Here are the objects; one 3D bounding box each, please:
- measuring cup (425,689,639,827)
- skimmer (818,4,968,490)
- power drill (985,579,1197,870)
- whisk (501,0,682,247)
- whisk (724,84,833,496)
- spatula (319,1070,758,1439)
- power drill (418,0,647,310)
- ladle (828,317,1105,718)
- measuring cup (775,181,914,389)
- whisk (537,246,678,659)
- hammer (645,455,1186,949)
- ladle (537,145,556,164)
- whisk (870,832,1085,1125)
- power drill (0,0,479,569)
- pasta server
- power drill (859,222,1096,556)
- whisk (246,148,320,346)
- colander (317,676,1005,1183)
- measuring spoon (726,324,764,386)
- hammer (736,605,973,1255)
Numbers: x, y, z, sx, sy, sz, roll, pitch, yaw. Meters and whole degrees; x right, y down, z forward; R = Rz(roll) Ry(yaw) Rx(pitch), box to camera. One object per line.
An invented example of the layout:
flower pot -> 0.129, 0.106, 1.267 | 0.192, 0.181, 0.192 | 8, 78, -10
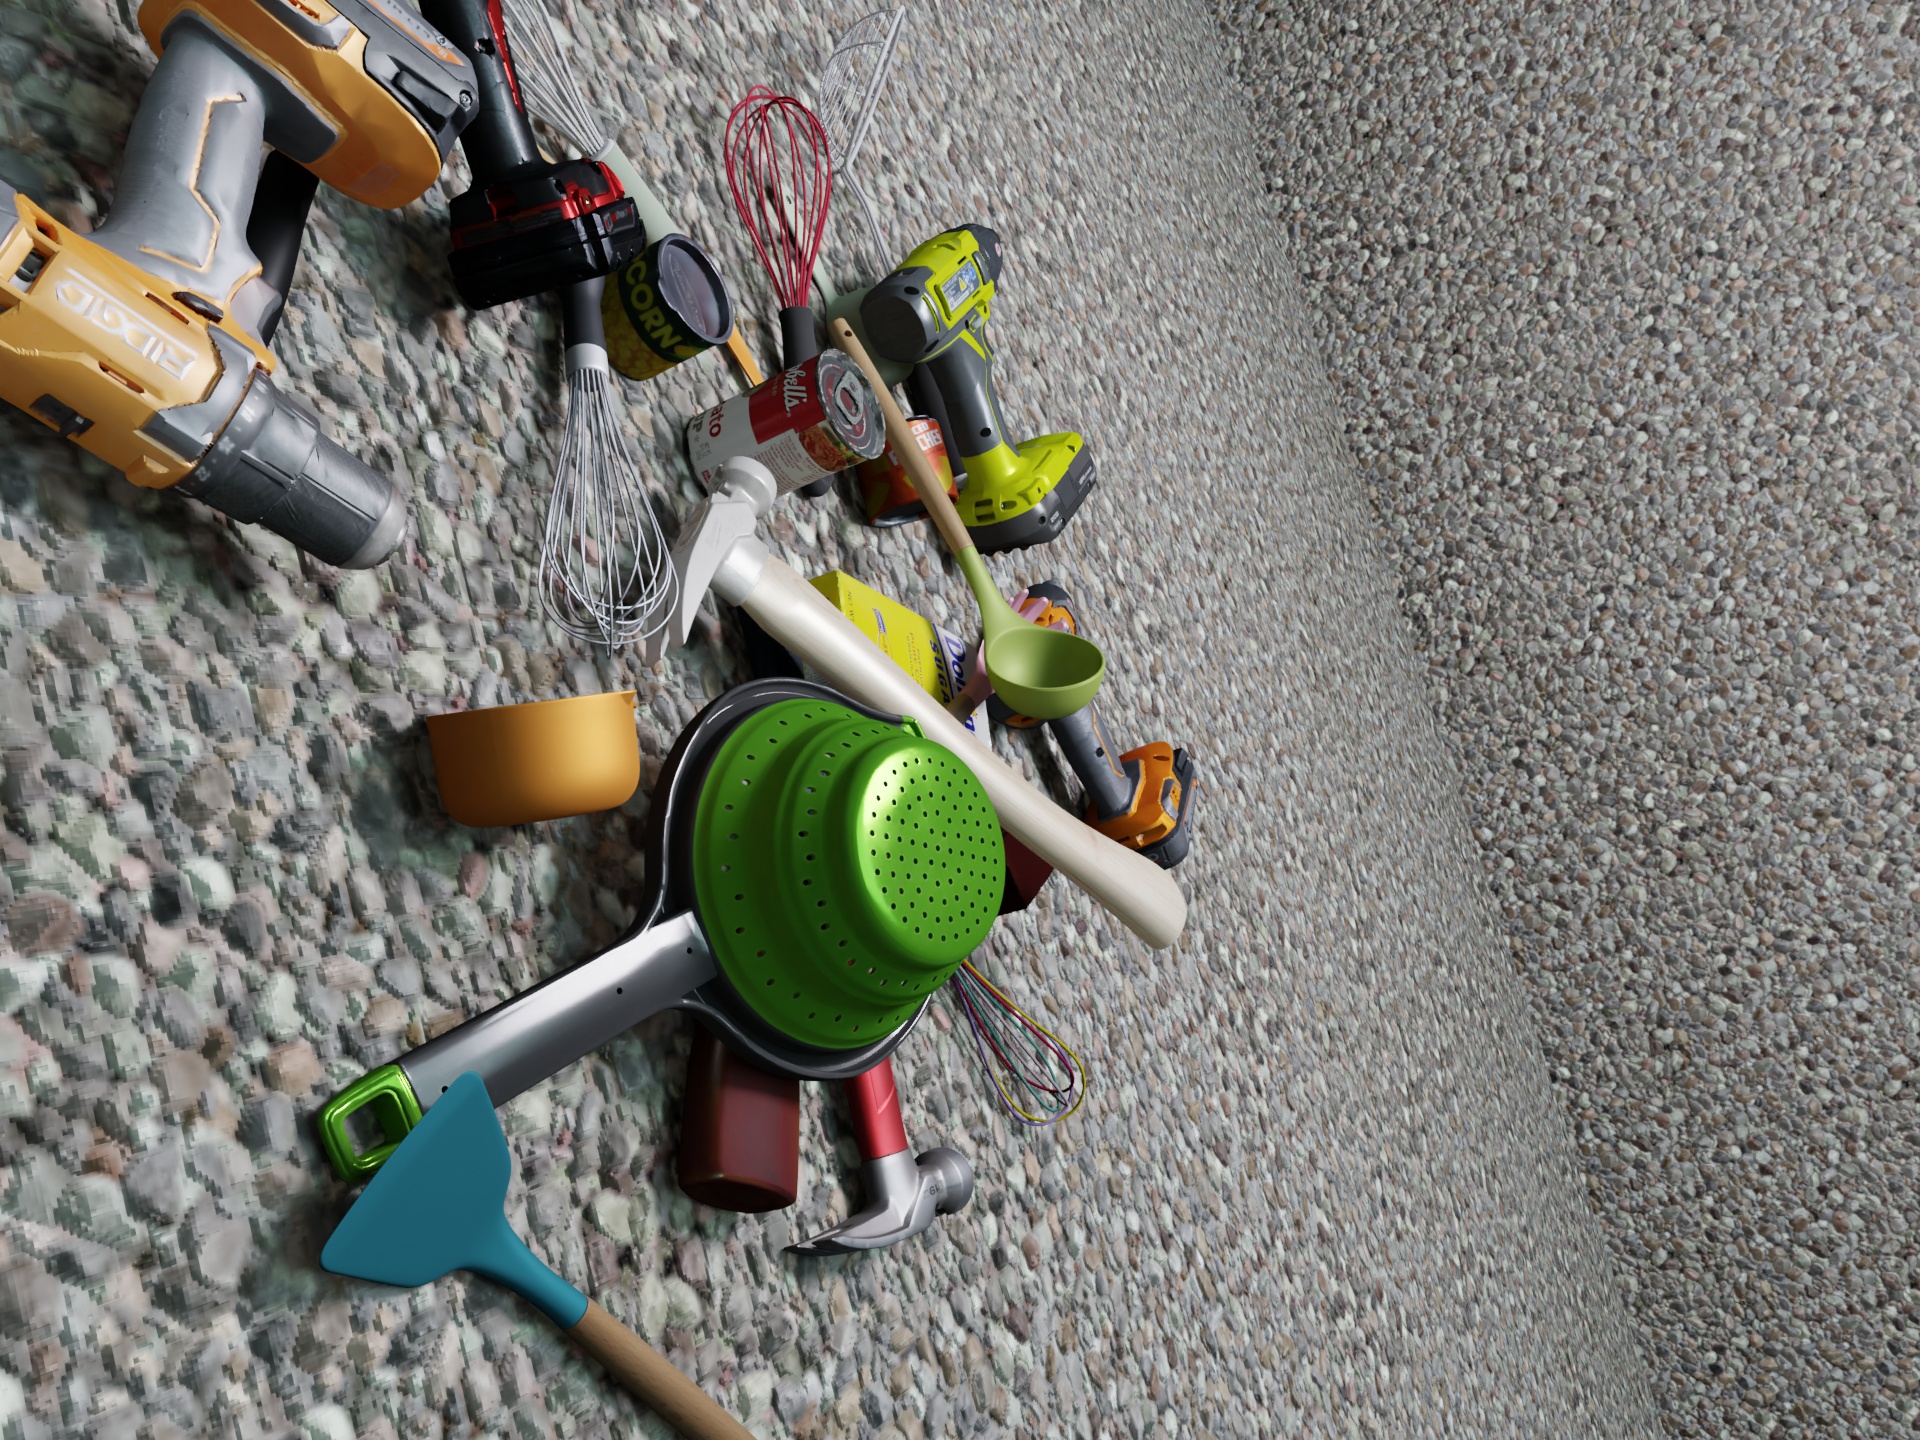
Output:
measuring cup -> -0.178, 0.016, 0.732 | 0.173, 0.095, 0.052 | -8, 91, -83
skimmer -> -0.028, -0.364, 1.239 | 0.127, 0.090, 0.363 | -161, -128, -82
power drill -> 0.102, -0.001, 1.262 | 0.226, 0.084, 0.164 | 54, 30, -23
whisk -> -0.216, -0.334, 0.918 | 0.058, 0.059, 0.246 | -52, 132, -16
whisk -> -0.113, -0.293, 1.074 | 0.073, 0.073, 0.296 | 10, 70, -60
spatula -> -0.140, 0.263, 0.660 | 0.082, 0.044, 0.317 | -55, 127, -29
power drill -> -0.229, -0.322, 0.769 | 0.143, 0.078, 0.219 | -93, 168, -67
ladle -> -0.005, -0.140, 1.047 | 0.078, 0.062, 0.320 | -21, 76, -32
measuring cup -> -0.083, -0.320, 1.162 | 0.167, 0.038, 0.083 | 62, 27, -21
whisk -> -0.194, -0.159, 0.833 | 0.070, 0.070, 0.285 | 30, 42, -53
hammer -> -0.007, 0.024, 0.936 | 0.410, 0.038, 0.146 | 40, 42, -26
ladle -> -0.261, -0.331, 0.844 | 0.315, 0.031, 0.069 | 40, 41, -49
whisk -> 0.009, 0.165, 1.013 | 0.244, 0.047, 0.051 | 56, 31, -21
power drill -> -0.269, -0.184, 0.621 | 0.185, 0.084, 0.226 | 37, 55, -35
pasta server -> -0.002, -0.003, 1.011 | 0.060, 0.040, 0.316 | 51, 33, -7
power drill -> 0.020, -0.253, 1.196 | 0.171, 0.080, 0.223 | -55, 129, -45
whisk -> -0.296, -0.244, 0.700 | 0.055, 0.055, 0.239 | 39, 45, -47
colander -> -0.093, 0.094, 0.715 | 0.397, 0.094, 0.204 | -27, 99, -49
measuring spoon -> -0.148, -0.241, 1.022 | 0.117, 0.011, 0.021 | 60, 27, -13
hammer -> -0.084, 0.095, 0.887 | 0.143, 0.038, 0.386 | 4, 69, -60
